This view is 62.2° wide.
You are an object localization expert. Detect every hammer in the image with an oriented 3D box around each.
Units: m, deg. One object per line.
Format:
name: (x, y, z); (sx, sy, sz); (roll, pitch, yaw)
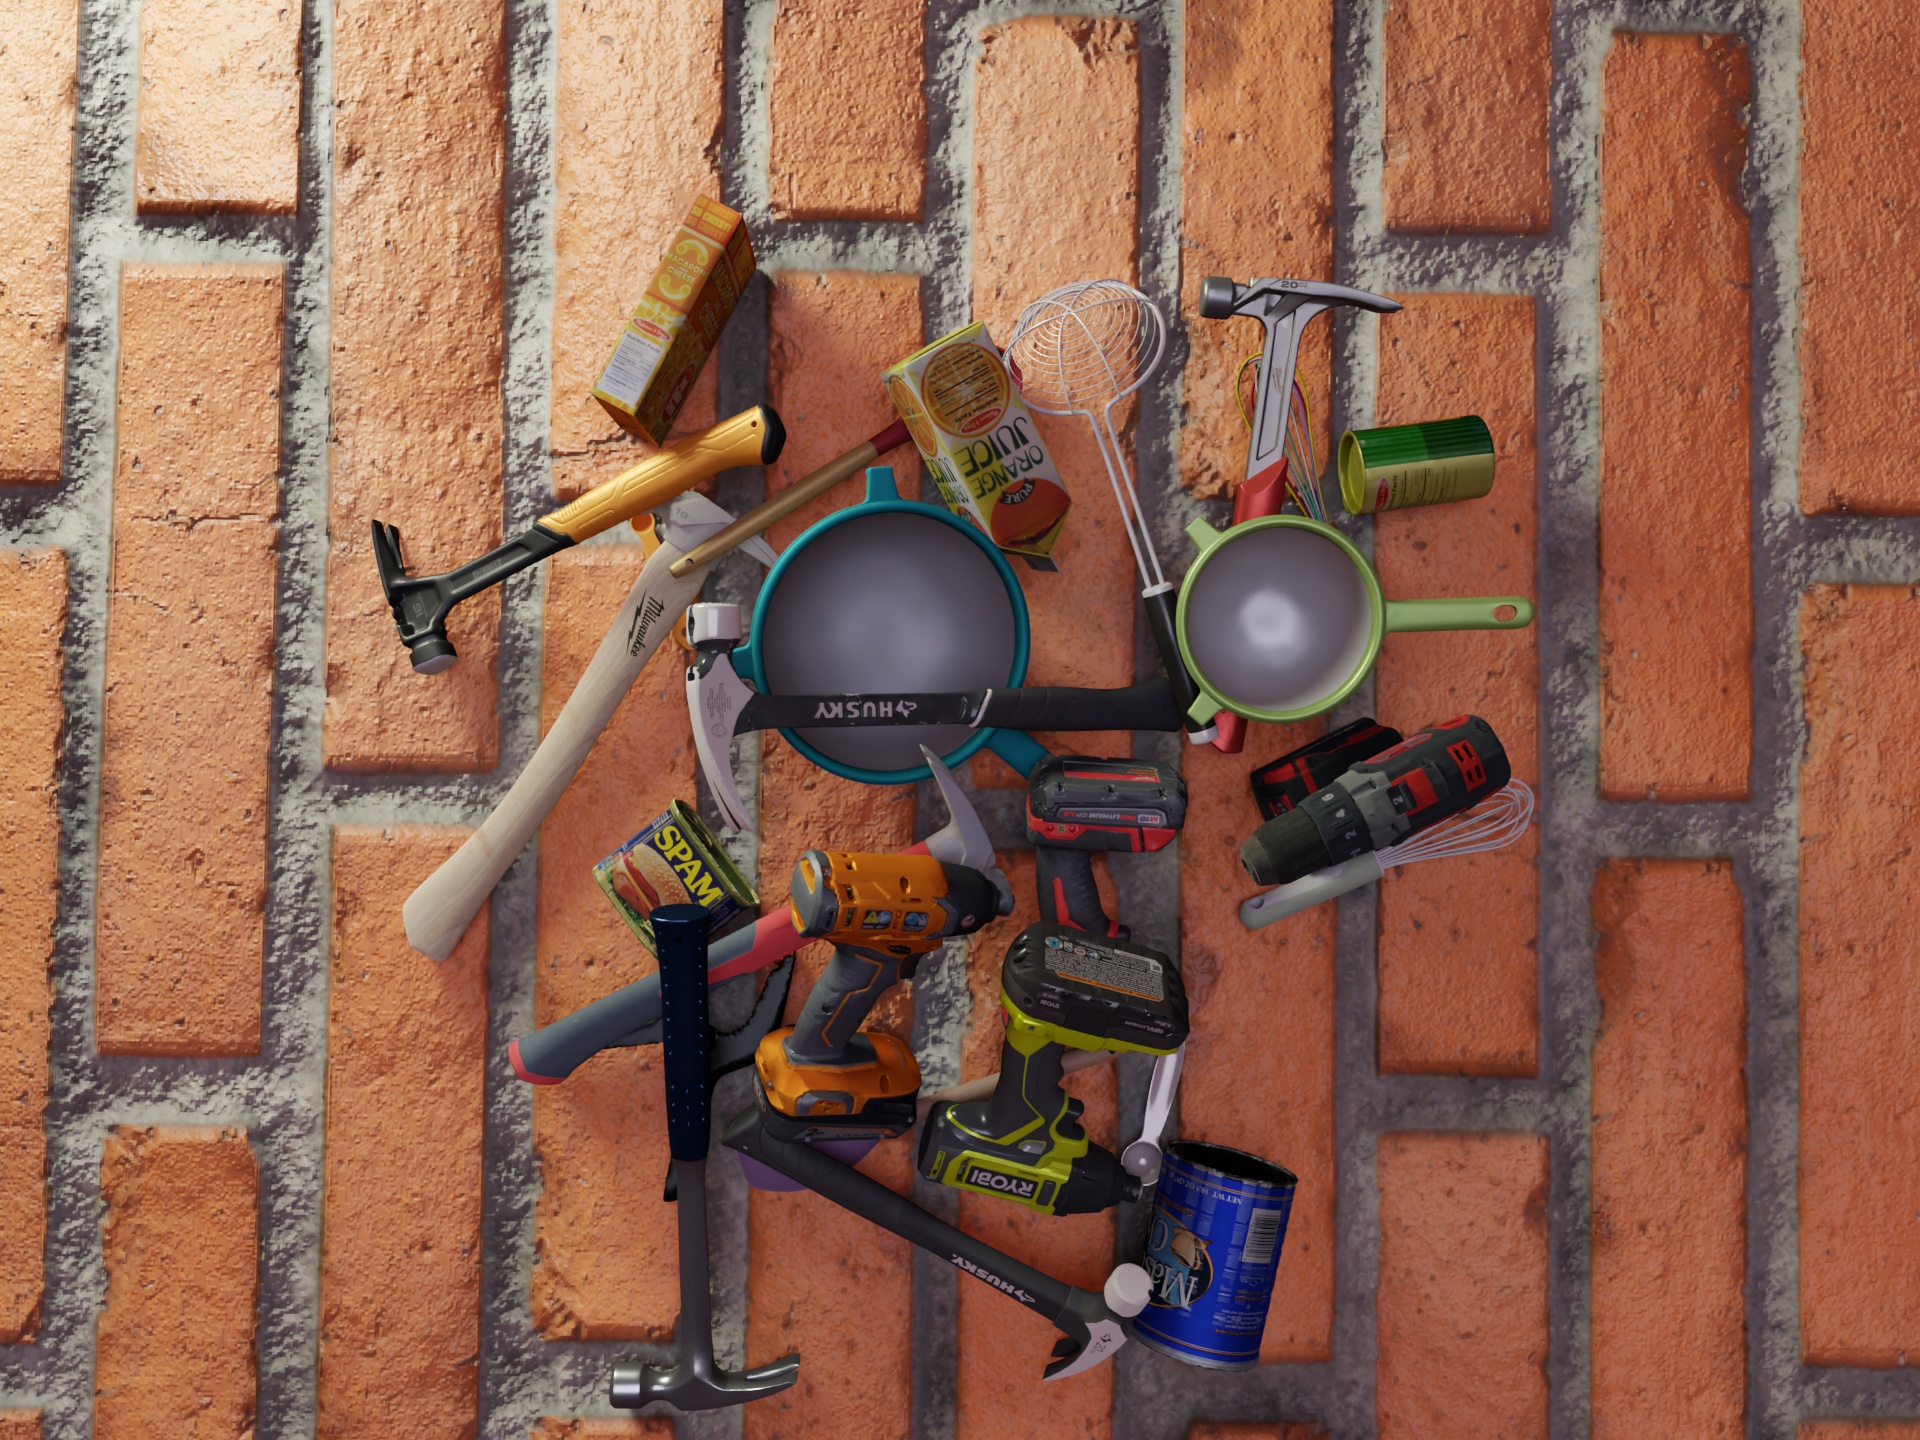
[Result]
hammer: (-0.030, 0.385, 1.198); (0.335, 0.035, 0.146); (27, 131, 6)
hammer: (0.236, -0.152, 1.216); (0.149, 0.037, 0.359); (7, 99, 1)
hammer: (-0.002, -0.004, 1.131); (0.408, 0.036, 0.149); (-1, 87, -33)
hammer: (-0.193, 0.330, 1.173); (0.144, 0.035, 0.405); (0, 105, -1)
hammer: (-0.286, -0.158, 1.196); (0.337, 0.034, 0.127); (-24, 79, 11)
hammer: (-0.160, 0.157, 1.176); (0.386, 0.038, 0.143); (-26, 120, -3)
hammer: (-0.289, 0.013, 1.229); (0.146, 0.038, 0.410); (34, 90, -4)

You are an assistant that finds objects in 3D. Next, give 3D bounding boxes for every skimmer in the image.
skimmer: (0.135, -0.161, 1.220); (0.127, 0.090, 0.363); (-18, 96, 12)

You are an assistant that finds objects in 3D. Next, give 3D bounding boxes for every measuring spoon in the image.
measuring spoon: (0.155, 0.302, 1.248); (0.034, 0.018, 0.124); (16, 81, 5)
measuring spoon: (-0.232, -0.110, 1.253); (0.021, 0.011, 0.117); (-22, 92, -2)

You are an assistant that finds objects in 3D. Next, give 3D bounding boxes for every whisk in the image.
whisk: (0.278, -0.175, 1.249); (0.047, 0.051, 0.245); (-23, 92, -7)
whisk: (0.331, 0.107, 1.240); (0.246, 0.058, 0.059); (-23, 119, 2)

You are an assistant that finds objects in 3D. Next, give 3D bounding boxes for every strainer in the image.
strainer: (0.284, -0.077, 1.172); (0.256, 0.069, 0.151); (-2, 96, 1)
strainer: (-0.014, -0.025, 1.224); (0.340, 0.095, 0.211); (39, 88, -20)

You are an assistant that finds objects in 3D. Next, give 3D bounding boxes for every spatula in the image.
spatula: (-0.019, 0.302, 1.239); (0.316, 0.018, 0.060); (-18, 94, -1)

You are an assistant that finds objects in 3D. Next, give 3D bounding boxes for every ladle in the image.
ladle: (-0.088, -0.195, 1.224); (0.315, 0.031, 0.069); (-34, 96, -12)

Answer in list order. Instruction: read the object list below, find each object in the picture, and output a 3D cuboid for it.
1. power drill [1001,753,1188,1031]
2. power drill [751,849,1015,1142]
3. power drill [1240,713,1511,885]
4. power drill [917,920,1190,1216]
power drill: (0.109, 0.143, 1.199); (0.143, 0.079, 0.219); (4, 106, 0)
power drill: (-0.057, 0.197, 1.160); (0.164, 0.084, 0.226); (4, 117, -24)
power drill: (0.274, 0.061, 1.148); (0.188, 0.226, 0.080); (-26, 89, -2)
power drill: (0.079, 0.268, 1.172); (0.171, 0.080, 0.223); (15, 119, -5)
